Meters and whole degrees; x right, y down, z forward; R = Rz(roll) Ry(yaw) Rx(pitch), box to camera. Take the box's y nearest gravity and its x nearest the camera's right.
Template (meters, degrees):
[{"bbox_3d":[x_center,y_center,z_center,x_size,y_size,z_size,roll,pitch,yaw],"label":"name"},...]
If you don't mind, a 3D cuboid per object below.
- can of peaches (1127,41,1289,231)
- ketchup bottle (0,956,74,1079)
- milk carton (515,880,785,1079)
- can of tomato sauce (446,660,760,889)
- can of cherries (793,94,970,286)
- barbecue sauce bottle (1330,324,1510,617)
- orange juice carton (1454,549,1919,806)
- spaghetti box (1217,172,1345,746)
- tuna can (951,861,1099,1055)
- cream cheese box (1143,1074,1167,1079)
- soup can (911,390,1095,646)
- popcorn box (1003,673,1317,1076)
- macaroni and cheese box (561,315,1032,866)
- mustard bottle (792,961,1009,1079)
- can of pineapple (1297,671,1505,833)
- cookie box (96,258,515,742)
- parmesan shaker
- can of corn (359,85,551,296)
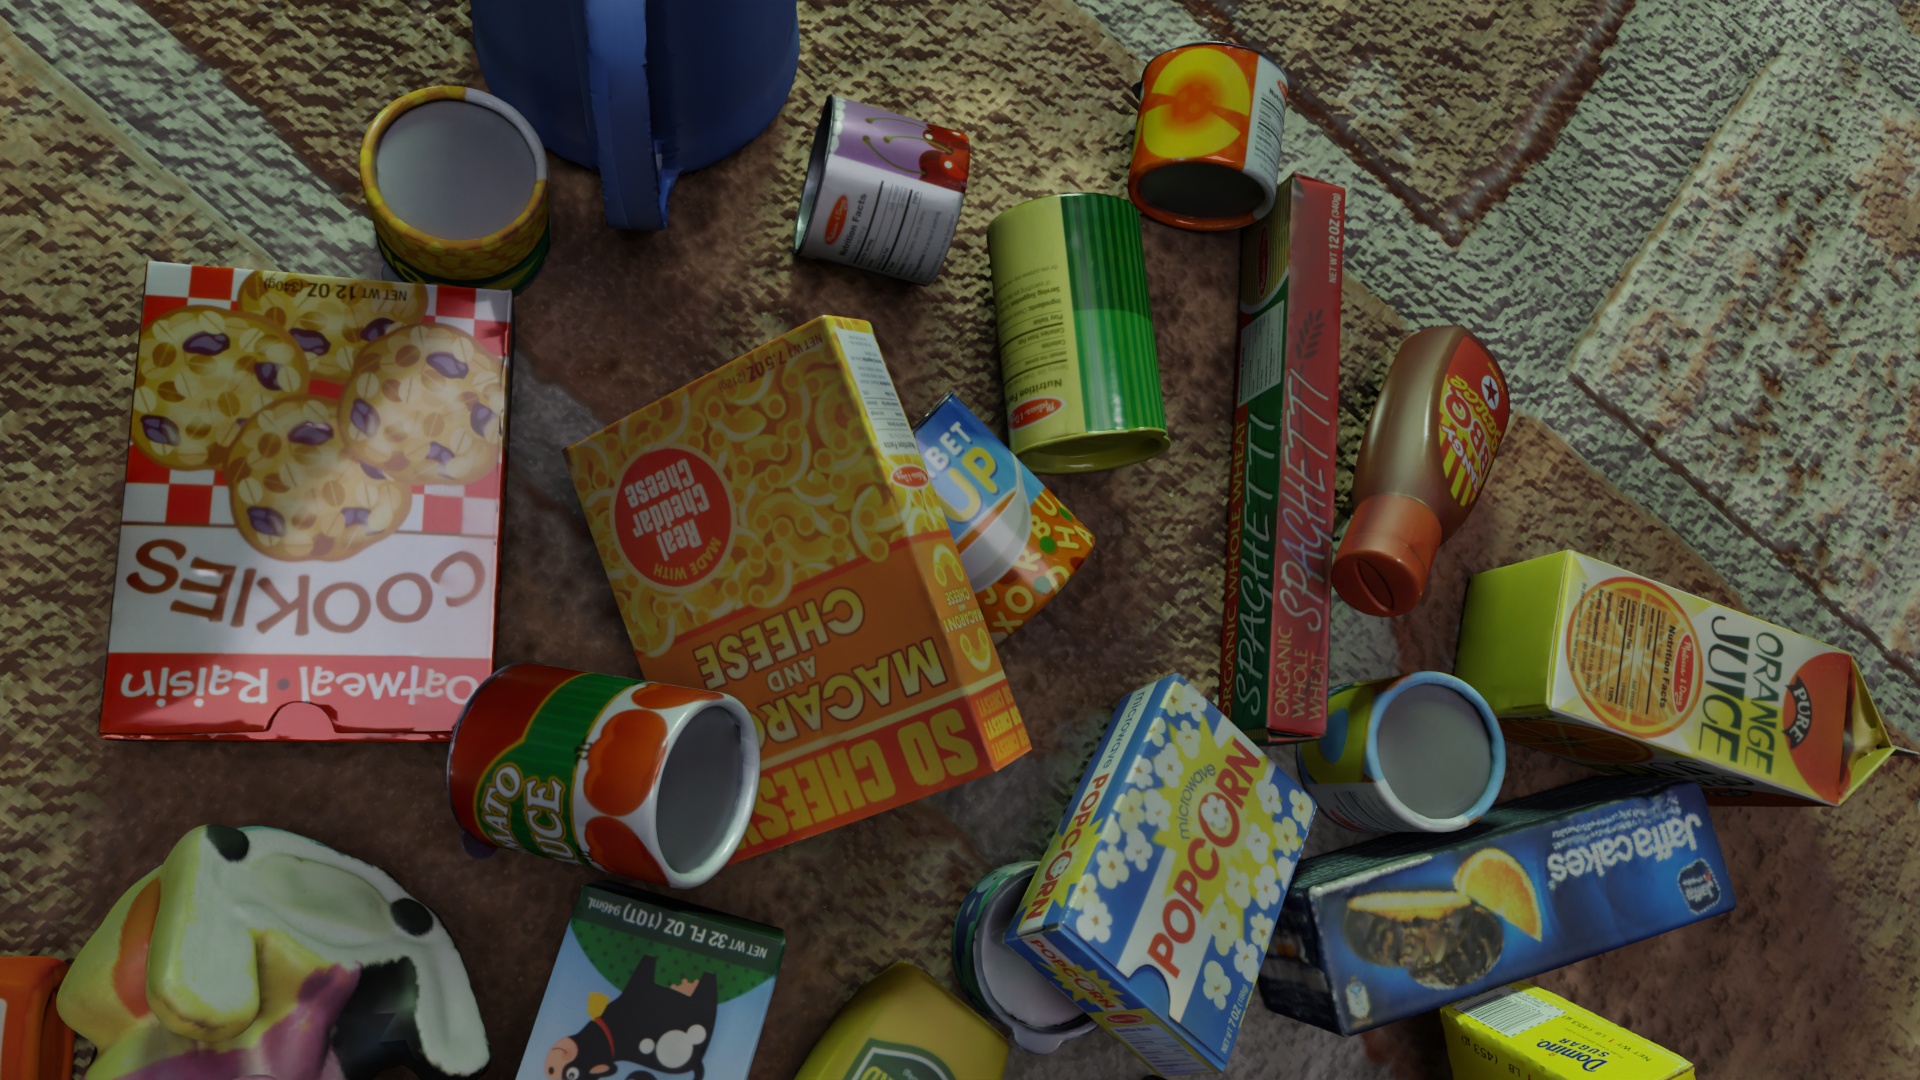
[{"bbox_3d":[0.108,-0.179,0.621,0.071,0.071,0.058,12,76,-14],"label":"can of peaches"},{"bbox_3d":[-0.359,0.163,0.422,0.149,0.043,0.064,1,89,-15],"label":"ketchup bottle"},{"bbox_3d":[-0.120,0.216,0.462,0.072,0.073,0.191,17,74,-4],"label":"milk carton"},{"bbox_3d":[-0.122,0.081,0.476,0.083,0.071,0.071,5,74,24],"label":"can of tomato sauce"},{"bbox_3d":[-0.033,-0.145,0.572,0.058,0.071,0.071,11,76,-14],"label":"can of cherries"},{"bbox_3d":[0.198,-0.029,0.599,0.064,0.043,0.149,54,47,-22],"label":"barbecue sauce bottle"},{"bbox_3d":[0.327,0.072,0.628,0.193,0.071,0.073,18,75,-12],"label":"orange juice carton"},{"bbox_3d":[0.140,-0.035,0.607,0.029,0.050,0.250,9,77,-13],"label":"spaghetti box"},{"bbox_3d":[0.031,0.161,0.542,0.071,0.032,0.071,3,78,-16],"label":"tuna can"},{"bbox_3d":[0.051,0.259,0.532,0.104,0.024,0.053,-30,88,-20],"label":"cream cheese box"},{"bbox_3d":[0.002,-0.007,0.549,0.084,0.071,0.071,45,71,-4],"label":"soup can"},{"bbox_3d":[0.080,0.125,0.533,0.085,0.038,0.127,43,49,-12],"label":"popcorn box"},{"bbox_3d":[-0.061,0.020,0.506,0.123,0.040,0.166,-23,85,23],"label":"macaroni and cheese box"},{"bbox_3d":[-0.048,0.232,0.496,0.065,0.048,0.161,39,71,-4],"label":"mustard bottle"},{"bbox_3d":[0.187,0.089,0.590,0.071,0.057,0.071,3,78,-16],"label":"can of pineapple"},{"bbox_3d":[-0.228,-0.011,0.499,0.123,0.040,0.167,2,78,-16],"label":"cookie box"},{"bbox_3d":[0.051,-0.086,0.580,0.071,0.071,0.103,-2,79,-17],"label":"parmesan shaker"},{"bbox_3d":[-0.191,-0.127,0.525,0.071,0.058,0.071,3,78,-16],"label":"can of corn"}]
